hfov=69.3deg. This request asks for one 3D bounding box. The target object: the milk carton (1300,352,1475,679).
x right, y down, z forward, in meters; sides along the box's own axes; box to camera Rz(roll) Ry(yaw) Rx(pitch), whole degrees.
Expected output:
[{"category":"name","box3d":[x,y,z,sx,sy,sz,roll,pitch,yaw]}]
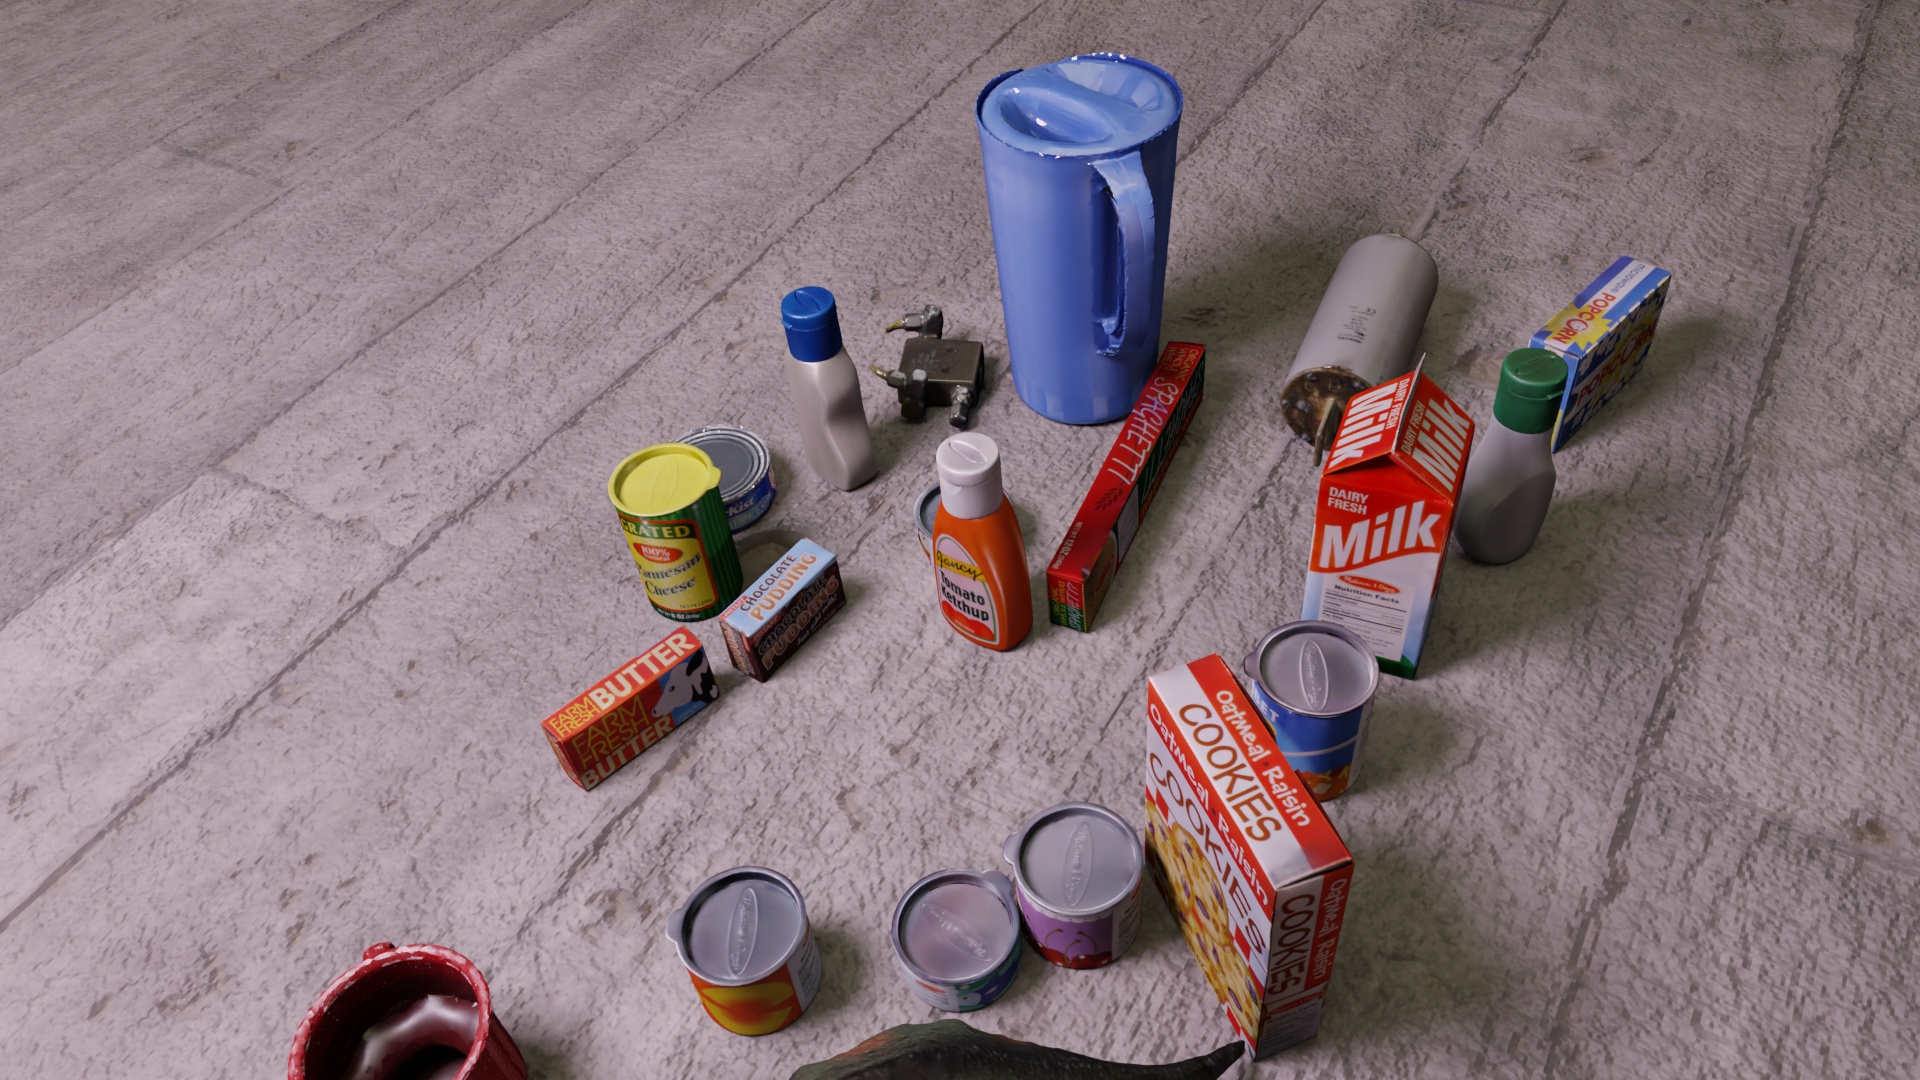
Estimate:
[{"category":"milk carton","box3d":[0.245,-0.013,0.799,0.073,0.189,0.073,14,49,20]}]

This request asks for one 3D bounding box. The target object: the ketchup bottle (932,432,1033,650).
[{"category":"ketchup bottle","box3d":[0.011,0.000,0.843,0.065,0.148,0.044,30,56,31]}]

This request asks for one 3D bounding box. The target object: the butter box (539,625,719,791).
[{"category":"butter box","box3d":[-0.196,0.101,0.835,0.104,0.052,0.024,-36,52,-26]}]

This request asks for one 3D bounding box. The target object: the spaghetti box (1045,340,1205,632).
[{"category":"spaghetti box","box3d":[0.117,-0.044,0.943,0.029,0.050,0.251,15,49,20]}]

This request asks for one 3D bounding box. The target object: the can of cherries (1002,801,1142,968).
[{"category":"can of cherries","box3d":[0.059,0.179,0.724,0.071,0.058,0.072,-3,45,4]}]

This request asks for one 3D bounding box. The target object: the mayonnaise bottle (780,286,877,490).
[{"category":"mayonnaise bottle","box3d":[-0.093,-0.105,0.959,0.041,0.147,0.065,-31,50,-22]}]

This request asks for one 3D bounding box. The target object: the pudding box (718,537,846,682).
[{"category":"pudding box","box3d":[-0.113,0.043,0.884,0.030,0.049,0.084,26,54,28]}]

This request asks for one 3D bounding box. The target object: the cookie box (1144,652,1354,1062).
[{"category":"cookie box","box3d":[0.132,0.153,0.665,0.040,0.166,0.123,-18,46,-11]}]

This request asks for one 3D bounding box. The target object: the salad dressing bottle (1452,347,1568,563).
[{"category":"salad dressing bottle","box3d":[0.340,-0.051,0.855,0.064,0.146,0.044,-23,47,-15]}]

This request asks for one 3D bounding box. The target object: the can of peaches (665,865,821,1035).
[{"category":"can of peaches","box3d":[-0.110,0.211,0.713,0.071,0.057,0.071,-3,45,4]}]

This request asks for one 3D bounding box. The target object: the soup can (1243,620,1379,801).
[{"category":"soup can","box3d":[0.191,0.096,0.773,0.071,0.083,0.072,-3,45,4]}]

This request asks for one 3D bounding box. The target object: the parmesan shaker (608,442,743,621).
[{"category":"parmesan shaker","box3d":[-0.180,-0.003,0.900,0.071,0.102,0.072,-3,45,4]}]

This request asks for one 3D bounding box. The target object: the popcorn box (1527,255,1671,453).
[{"category":"popcorn box","box3d":[0.438,-0.131,0.966,0.127,0.084,0.038,-37,52,-26]}]

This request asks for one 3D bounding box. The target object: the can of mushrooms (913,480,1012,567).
[{"category":"can of mushrooms","box3d":[0.003,-0.012,0.936,0.071,0.033,0.071,-3,45,3]}]

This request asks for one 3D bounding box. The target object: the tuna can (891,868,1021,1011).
[{"category":"tuna can","box3d":[0.000,0.206,0.723,0.071,0.032,0.071,-3,45,3]}]
